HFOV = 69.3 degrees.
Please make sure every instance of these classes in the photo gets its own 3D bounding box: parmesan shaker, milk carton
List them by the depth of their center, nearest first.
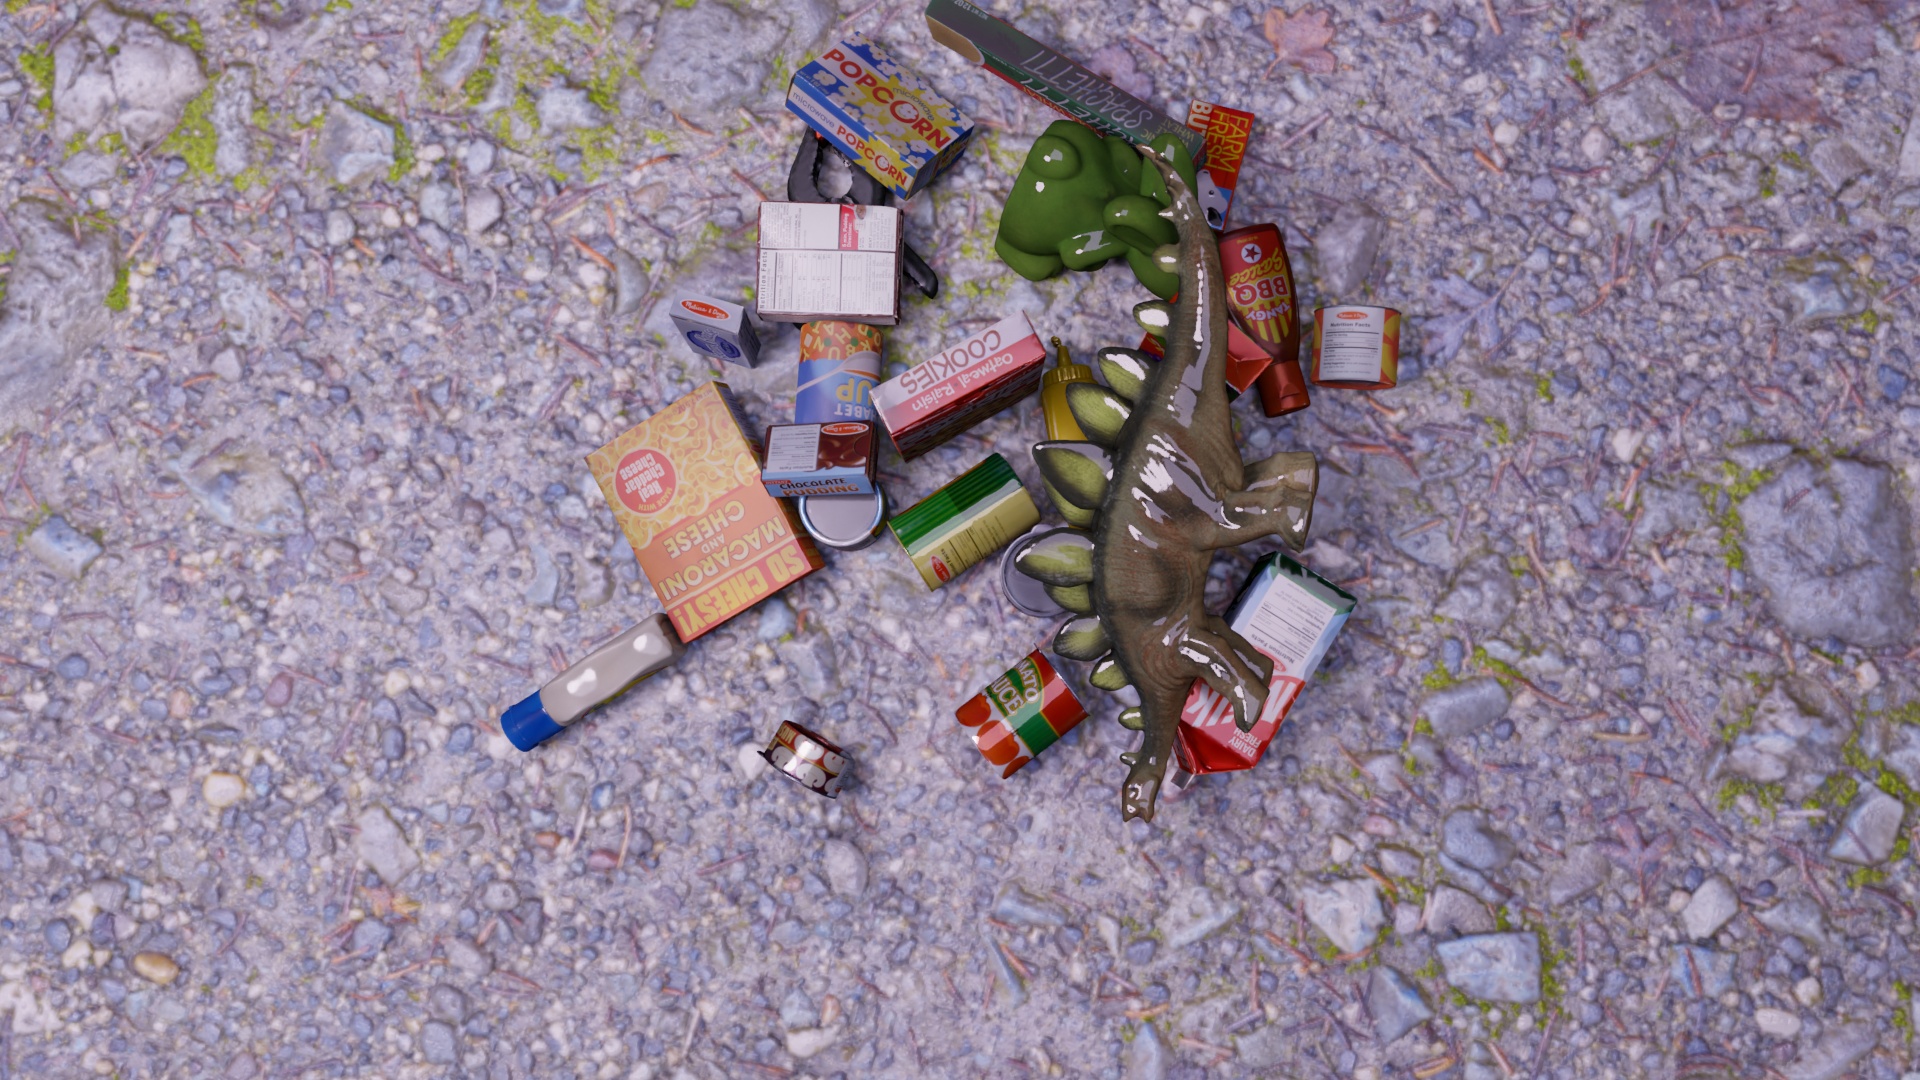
[{"bbox_3d":[0.216,0.107,1.063,0.073,0.072,0.190,32,86,4],"label":"milk carton"},{"bbox_3d":[0.004,-0.014,1.081,0.103,0.071,0.071,-33,86,-3],"label":"parmesan shaker"}]

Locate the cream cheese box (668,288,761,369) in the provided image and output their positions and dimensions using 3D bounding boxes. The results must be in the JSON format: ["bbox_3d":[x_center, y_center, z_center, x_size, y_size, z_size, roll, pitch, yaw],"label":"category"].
[{"bbox_3d":[-0.188,-0.162,1.074,0.053,0.103,0.024,17,82,1],"label":"cream cheese box"}]

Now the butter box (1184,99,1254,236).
[{"bbox_3d":[0.198,-0.300,1.120,0.053,0.024,0.103,16,86,3],"label":"butter box"}]

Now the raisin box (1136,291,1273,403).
[{"bbox_3d":[0.183,-0.142,1.058,0.086,0.123,0.040,41,88,3],"label":"raisin box"}]

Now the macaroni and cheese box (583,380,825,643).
[{"bbox_3d":[-0.199,-0.022,1.085,0.123,0.040,0.166,-30,86,10],"label":"macaroni and cheese box"}]

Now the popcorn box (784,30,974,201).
[{"bbox_3d":[-0.063,-0.338,1.101,0.127,0.038,0.085,39,53,3],"label":"popcorn box"}]

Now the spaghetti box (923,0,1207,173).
[{"bbox_3d":[0.083,-0.360,1.100,0.250,0.050,0.028,33,91,9],"label":"spaghetti box"}]

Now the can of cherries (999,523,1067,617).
[{"bbox_3d":[0.064,0.024,1.079,0.071,0.058,0.071,0,86,2],"label":"can of cherries"}]

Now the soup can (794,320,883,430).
[{"bbox_3d":[-0.093,-0.124,1.087,0.071,0.071,0.084,4,86,1],"label":"soup can"}]

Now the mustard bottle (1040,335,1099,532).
[{"bbox_3d":[0.092,-0.086,1.085,0.049,0.065,0.160,-11,82,4],"label":"mustard bottle"}]

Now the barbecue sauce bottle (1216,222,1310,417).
[{"bbox_3d":[0.239,-0.172,1.099,0.065,0.043,0.148,-14,86,-4],"label":"barbecue sauce bottle"}]

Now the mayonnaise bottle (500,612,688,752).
[{"bbox_3d":[-0.284,0.110,1.076,0.148,0.065,0.041,-33,90,2],"label":"mayonnaise bottle"}]

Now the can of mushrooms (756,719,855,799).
[{"bbox_3d":[-0.118,0.166,1.065,0.071,0.071,0.033,30,87,3],"label":"can of mushrooms"}]

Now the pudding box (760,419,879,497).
[{"bbox_3d":[-0.105,-0.061,1.043,0.084,0.030,0.050,-3,61,10],"label":"pudding box"}]

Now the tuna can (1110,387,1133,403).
[{"bbox_3d":[0.148,-0.099,1.100,0.071,0.033,0.071,0,85,1],"label":"tuna can"}]

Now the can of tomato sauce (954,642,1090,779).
[{"bbox_3d":[0.046,0.131,1.065,0.083,0.071,0.071,-37,86,-1],"label":"can of tomato sauce"}]

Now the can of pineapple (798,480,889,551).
[{"bbox_3d":[-0.090,-0.028,1.085,0.071,0.058,0.071,0,85,1],"label":"can of pineapple"}]

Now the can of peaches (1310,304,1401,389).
[{"bbox_3d":[0.309,-0.150,1.086,0.071,0.071,0.058,4,89,1],"label":"can of peaches"}]

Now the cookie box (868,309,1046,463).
[{"bbox_3d":[0.000,-0.110,1.035,0.123,0.167,0.040,-29,87,-1],"label":"cookie box"}]
